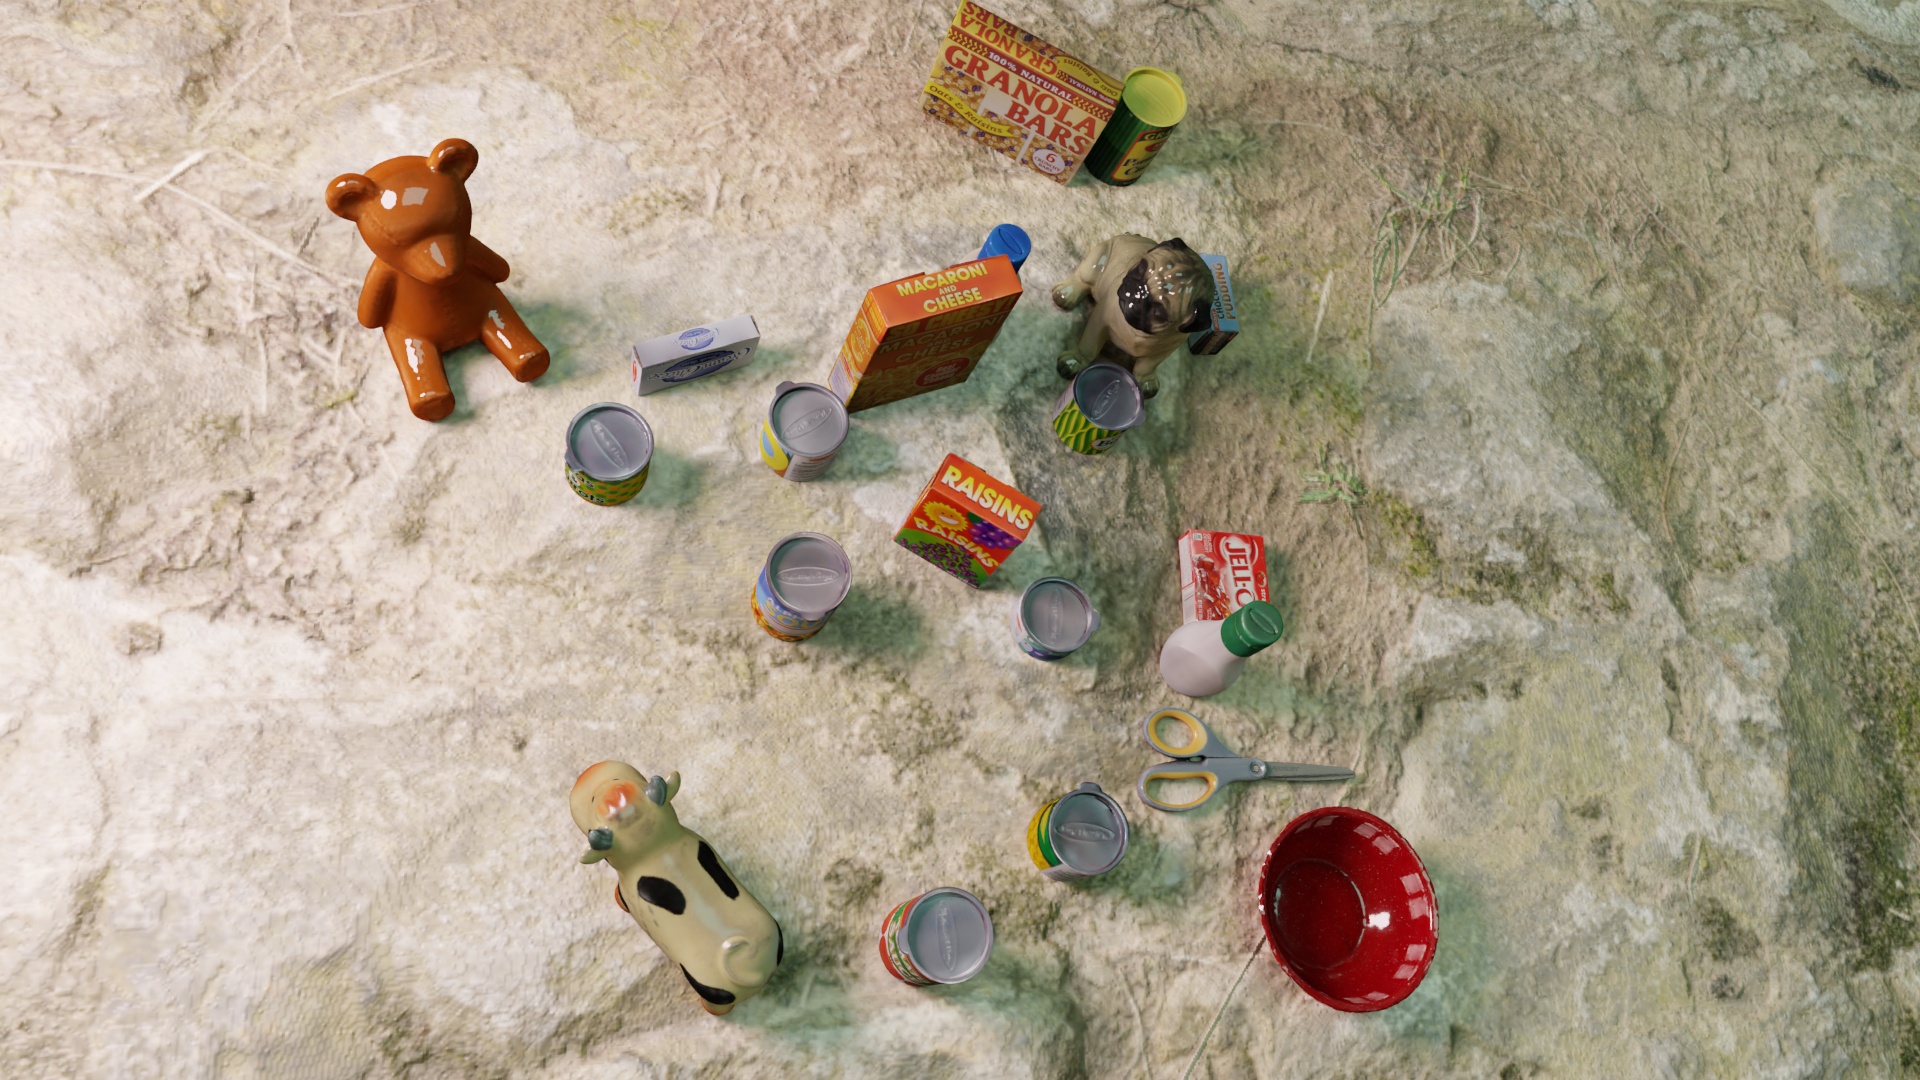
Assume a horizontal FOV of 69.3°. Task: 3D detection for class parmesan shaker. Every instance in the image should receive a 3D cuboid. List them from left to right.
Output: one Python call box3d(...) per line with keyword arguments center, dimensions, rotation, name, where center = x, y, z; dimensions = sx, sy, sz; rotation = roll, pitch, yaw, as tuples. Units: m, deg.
box3d(center=(0.167, -0.394, 1.325), dimensions=(0.071, 0.102, 0.071), rotation=(6, 69, -15), name="parmesan shaker")

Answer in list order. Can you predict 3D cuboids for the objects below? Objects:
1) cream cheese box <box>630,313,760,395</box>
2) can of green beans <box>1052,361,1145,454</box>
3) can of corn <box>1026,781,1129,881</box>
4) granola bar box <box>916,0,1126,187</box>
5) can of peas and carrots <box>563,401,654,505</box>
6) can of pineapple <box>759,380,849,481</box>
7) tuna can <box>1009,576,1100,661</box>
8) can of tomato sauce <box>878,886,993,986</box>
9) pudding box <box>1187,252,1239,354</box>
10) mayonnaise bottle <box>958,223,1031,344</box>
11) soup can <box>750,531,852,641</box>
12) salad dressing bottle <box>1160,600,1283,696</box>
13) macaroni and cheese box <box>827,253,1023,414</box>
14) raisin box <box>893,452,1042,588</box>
box3d(center=(-0.219, -0.153, 1.143), dimensions=(0.104, 0.053, 0.024), rotation=(-20, 77, -23), name="cream cheese box")
box3d(center=(0.121, -0.116, 1.232), dimensions=(0.071, 0.057, 0.071), rotation=(6, 69, -15), name="can of green beans")
box3d(center=(0.091, 0.230, 1.092), dimensions=(0.071, 0.058, 0.071), rotation=(6, 69, -15), name="can of corn")
box3d(center=(0.053, -0.410, 1.284), dimensions=(0.165, 0.123, 0.039), rotation=(26, 65, -7), name="granola bar box")
box3d(center=(-0.278, -0.065, 1.089), dimensions=(0.071, 0.058, 0.071), rotation=(6, 69, -15), name="can of peas and carrots")
box3d(center=(-0.130, -0.090, 1.144), dimensions=(0.071, 0.057, 0.071), rotation=(6, 69, -15), name="can of pineapple")
box3d(center=(0.079, 0.066, 1.163), dimensions=(0.071, 0.032, 0.071), rotation=(6, 69, -15), name="tuna can")
box3d(center=(-0.021, 0.293, 1.019), dimensions=(0.071, 0.082, 0.071), rotation=(6, 69, -15), name="can of tomato sauce")
box3d(center=(0.233, -0.223, 1.311), dimensions=(0.030, 0.049, 0.084), rotation=(-1, 71, -17), name="pudding box")
box3d(center=(0.021, -0.217, 1.189), dimensions=(0.041, 0.147, 0.065), rotation=(-39, 85, -25), name="mayonnaise bottle")
box3d(center=(-0.125, 0.040, 1.082), dimensions=(0.071, 0.083, 0.071), rotation=(6, 69, -15), name="soup can")
box3d(center=(0.213, 0.087, 1.133), dimensions=(0.064, 0.147, 0.044), rotation=(43, 64, 1), name="salad dressing bottle")
box3d(center=(-0.033, -0.167, 1.143), dimensions=(0.124, 0.165, 0.040), rotation=(-19, 77, -22), name="macaroni and cheese box")
box3d(center=(0.004, -0.014, 1.121), dimensions=(0.086, 0.123, 0.040), rotation=(31, 65, -4), name="raisin box")
